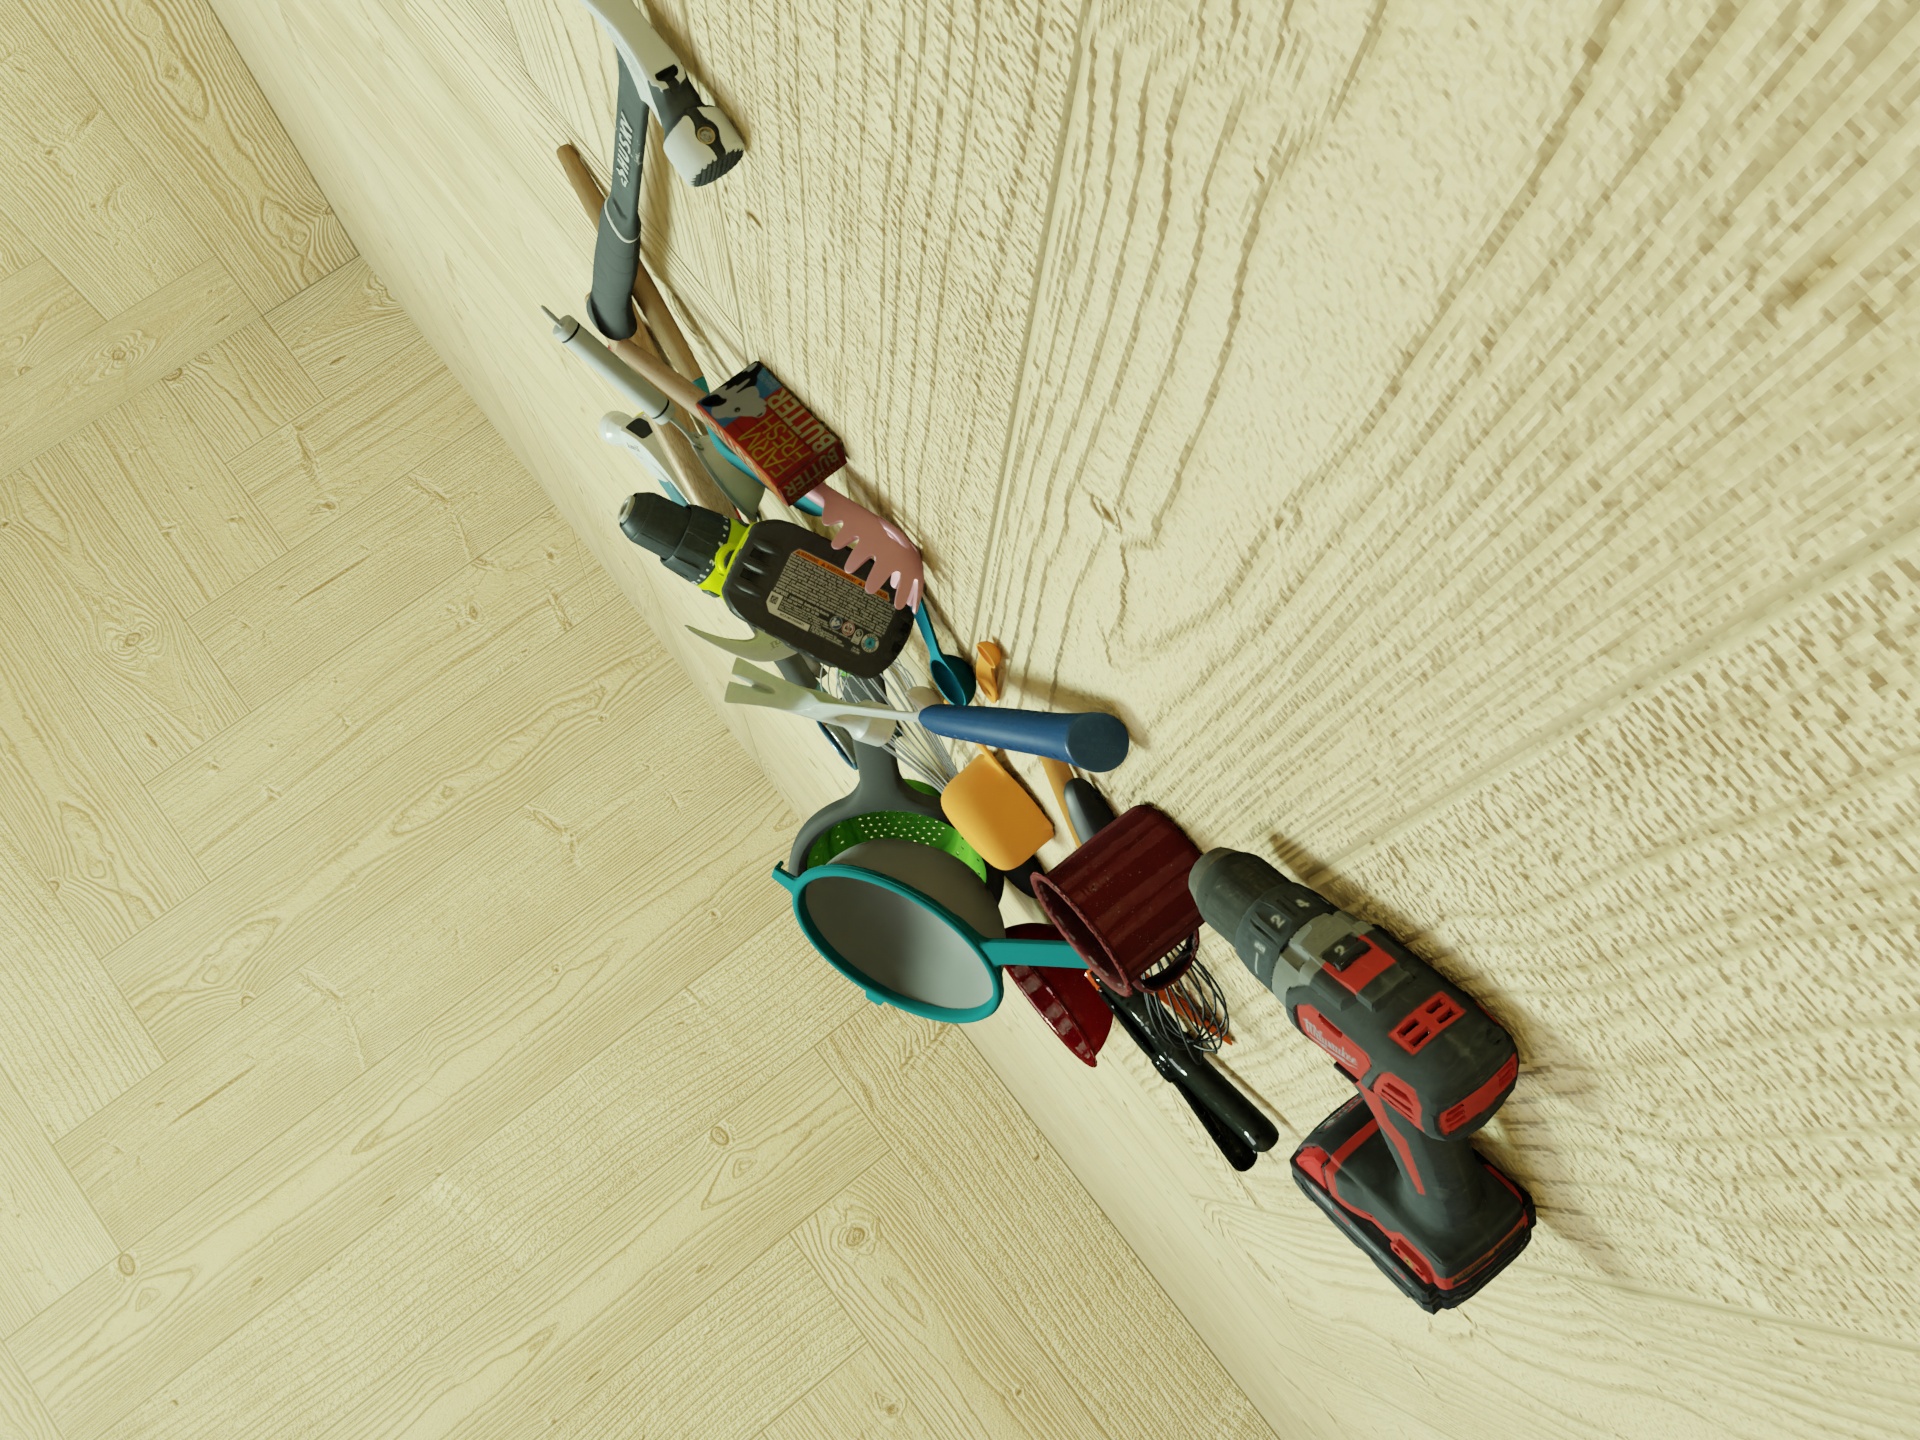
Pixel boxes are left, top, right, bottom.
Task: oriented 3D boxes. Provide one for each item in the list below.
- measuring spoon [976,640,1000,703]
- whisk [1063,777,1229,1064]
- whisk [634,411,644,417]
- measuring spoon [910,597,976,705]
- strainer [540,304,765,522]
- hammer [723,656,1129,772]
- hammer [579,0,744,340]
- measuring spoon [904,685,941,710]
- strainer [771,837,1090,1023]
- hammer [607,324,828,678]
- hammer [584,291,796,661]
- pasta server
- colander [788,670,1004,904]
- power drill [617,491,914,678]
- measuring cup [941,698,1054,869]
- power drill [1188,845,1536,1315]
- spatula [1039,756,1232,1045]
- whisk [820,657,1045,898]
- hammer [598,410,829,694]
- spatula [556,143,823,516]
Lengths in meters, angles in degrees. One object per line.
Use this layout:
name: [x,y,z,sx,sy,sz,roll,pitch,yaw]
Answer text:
measuring spoon: [0.021,-0.032,1.064,0.021,0.011,0.117,50,172,12]
whisk: [0.123,0.137,1.070,0.238,0.055,0.055,62,166,-22]
whisk: [-0.249,-0.211,1.527,0.051,0.047,0.244,42,168,39]
measuring spoon: [-0.016,-0.067,1.097,0.042,0.021,0.128,25,142,56]
strainer: [-0.218,-0.230,1.204,0.258,0.050,0.087,39,-163,-39]
hammer: [-0.027,-0.002,1.056,0.144,0.035,0.406,17,175,-29]
hammer: [-0.210,-0.320,0.974,0.149,0.036,0.409,55,165,-4]
measuring spoon: [-0.002,-0.004,1.237,0.124,0.018,0.034,27,164,52]
strainer: [0.010,0.170,1.393,0.340,0.095,0.210,-3,132,39]
hammer: [-0.213,-0.193,1.443,0.143,0.038,0.385,42,165,39]
hammer: [-0.217,-0.199,1.300,0.331,0.130,0.031,63,170,-10]
pasta server: [-0.135,-0.174,1.077,0.316,0.040,0.060,39,-167,25]
colander: [-0.067,0.060,1.481,0.095,0.204,0.396,-86,-9,-51]
power drill: [-0.145,-0.108,1.175,0.190,0.080,0.229,26,180,-27]
measuring cup: [0.009,0.051,1.213,0.095,0.052,0.173,39,169,44]
power drill: [0.199,0.174,0.799,0.188,0.080,0.226,41,161,46]
spatula: [0.112,0.116,1.112,0.081,0.041,0.322,37,156,54]
whisk: [-0.016,0.046,1.331,0.284,0.070,0.070,51,170,-16]
hammer: [-0.206,-0.133,1.433,0.128,0.033,0.330,27,154,49]
spatula: [-0.199,-0.278,1.167,0.317,0.044,0.082,61,168,-14]
